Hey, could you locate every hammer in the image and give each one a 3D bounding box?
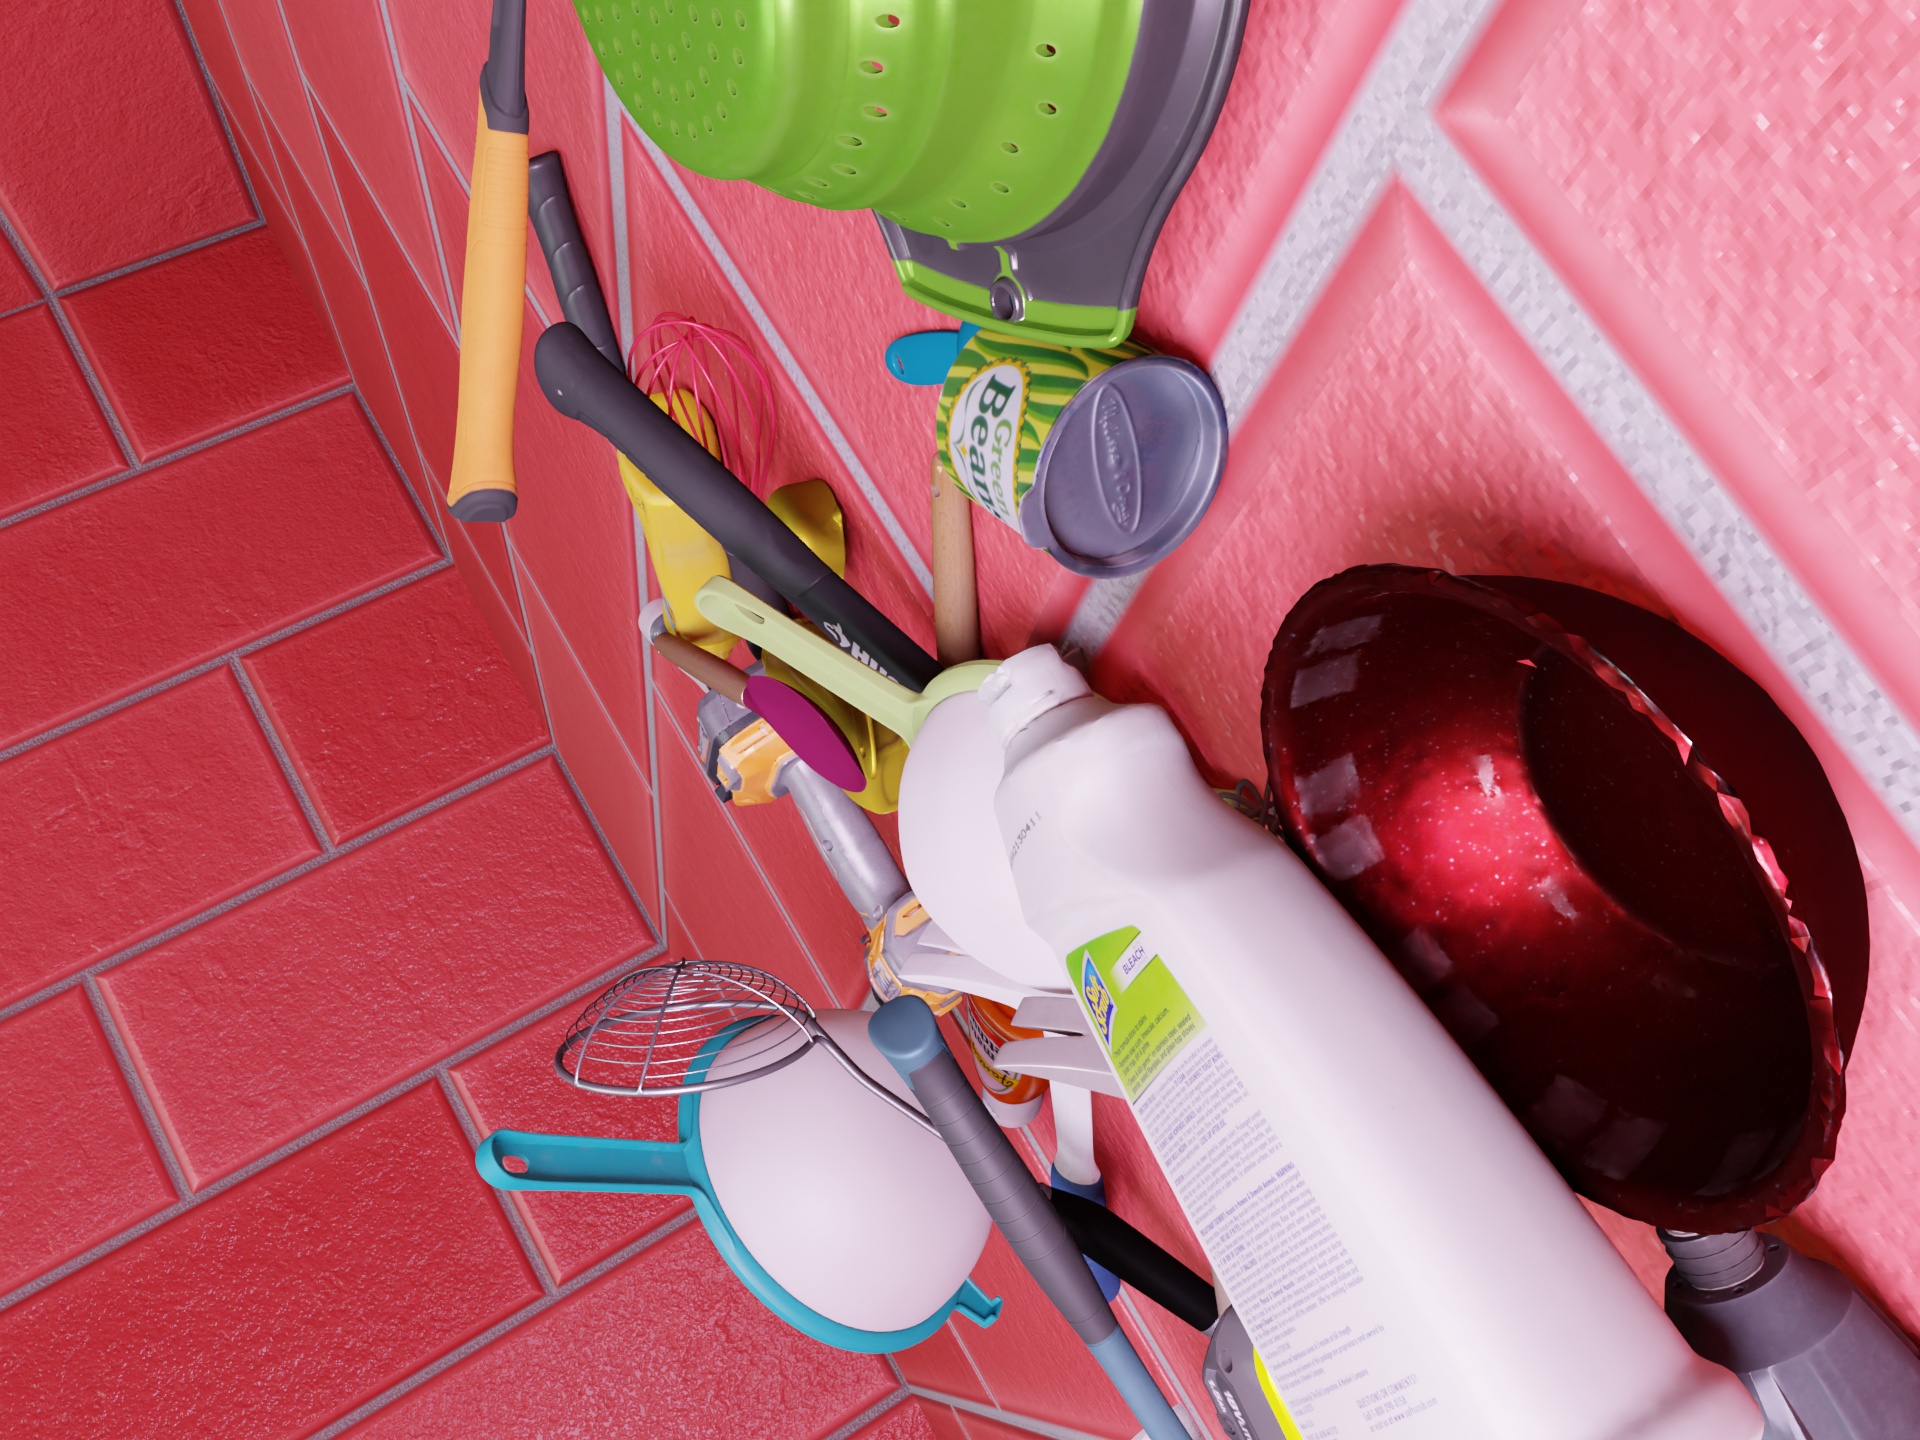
[{"bbox_3d":[0.057,0.229,0.842,0.144,0.035,0.405,22,149,21],"label":"hammer"},{"bbox_3d":[-0.209,-0.255,0.716,0.127,0.034,0.336,39,125,52],"label":"hammer"},{"bbox_3d":[-0.073,-0.069,0.704,0.335,0.035,0.146,43,151,16],"label":"hammer"},{"bbox_3d":[-0.225,-0.184,1.076,0.149,0.036,0.408,43,153,43],"label":"hammer"},{"bbox_3d":[0.120,0.260,0.685,0.146,0.038,0.410,9,138,25],"label":"hammer"},{"bbox_3d":[0.057,0.269,0.732,0.331,0.033,0.128,58,170,-8],"label":"hammer"}]

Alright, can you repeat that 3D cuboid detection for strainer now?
[{"bbox_3d":[-0.016,0.027,0.617,0.256,0.069,0.151,32,148,15],"label":"strainer"},{"bbox_3d":[-0.091,0.224,0.860,0.340,0.095,0.211,19,-143,-46],"label":"strainer"}]

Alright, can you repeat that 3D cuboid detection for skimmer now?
[{"bbox_3d":[-0.027,0.231,0.800,0.363,0.090,0.127,35,-176,-8],"label":"skimmer"}]

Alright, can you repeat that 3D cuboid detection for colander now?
[{"bbox_3d":[-0.047,-0.262,0.332,0.205,0.094,0.396,30,138,47],"label":"colander"}]

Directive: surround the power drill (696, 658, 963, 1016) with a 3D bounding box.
[{"bbox_3d":[-0.071,0.084,0.976,0.226,0.084,0.185,54,163,10],"label":"power drill"}]

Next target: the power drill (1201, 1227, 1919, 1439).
[{"bbox_3d":[0.175,0.209,0.445,0.171,0.080,0.223,62,149,0],"label":"power drill"}]

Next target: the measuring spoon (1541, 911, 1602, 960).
[{"bbox_3d":[0.151,0.076,0.465,0.034,0.018,0.124,58,155,12],"label":"measuring spoon"}]

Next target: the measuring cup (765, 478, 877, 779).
[{"bbox_3d":[-0.070,-0.045,0.793,0.062,0.029,0.156,143,116,-66],"label":"measuring cup"}]

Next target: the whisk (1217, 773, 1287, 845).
[{"bbox_3d":[0.102,0.085,0.561,0.055,0.055,0.238,52,164,29],"label":"whisk"}]

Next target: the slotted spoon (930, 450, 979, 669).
[{"bbox_3d":[-0.001,-0.002,0.742,0.070,0.031,0.313,44,154,32],"label":"slotted spoon"}]

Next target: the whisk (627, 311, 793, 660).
[{"bbox_3d":[-0.122,-0.110,0.866,0.073,0.073,0.295,53,165,27],"label":"whisk"}]

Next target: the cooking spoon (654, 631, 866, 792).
[{"bbox_3d":[-0.116,-0.018,0.840,0.068,0.017,0.319,57,165,-24],"label":"cooking spoon"}]

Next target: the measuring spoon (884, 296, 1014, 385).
[{"bbox_3d":[-0.008,-0.130,0.581,0.129,0.021,0.042,19,134,63],"label":"measuring spoon"}]
